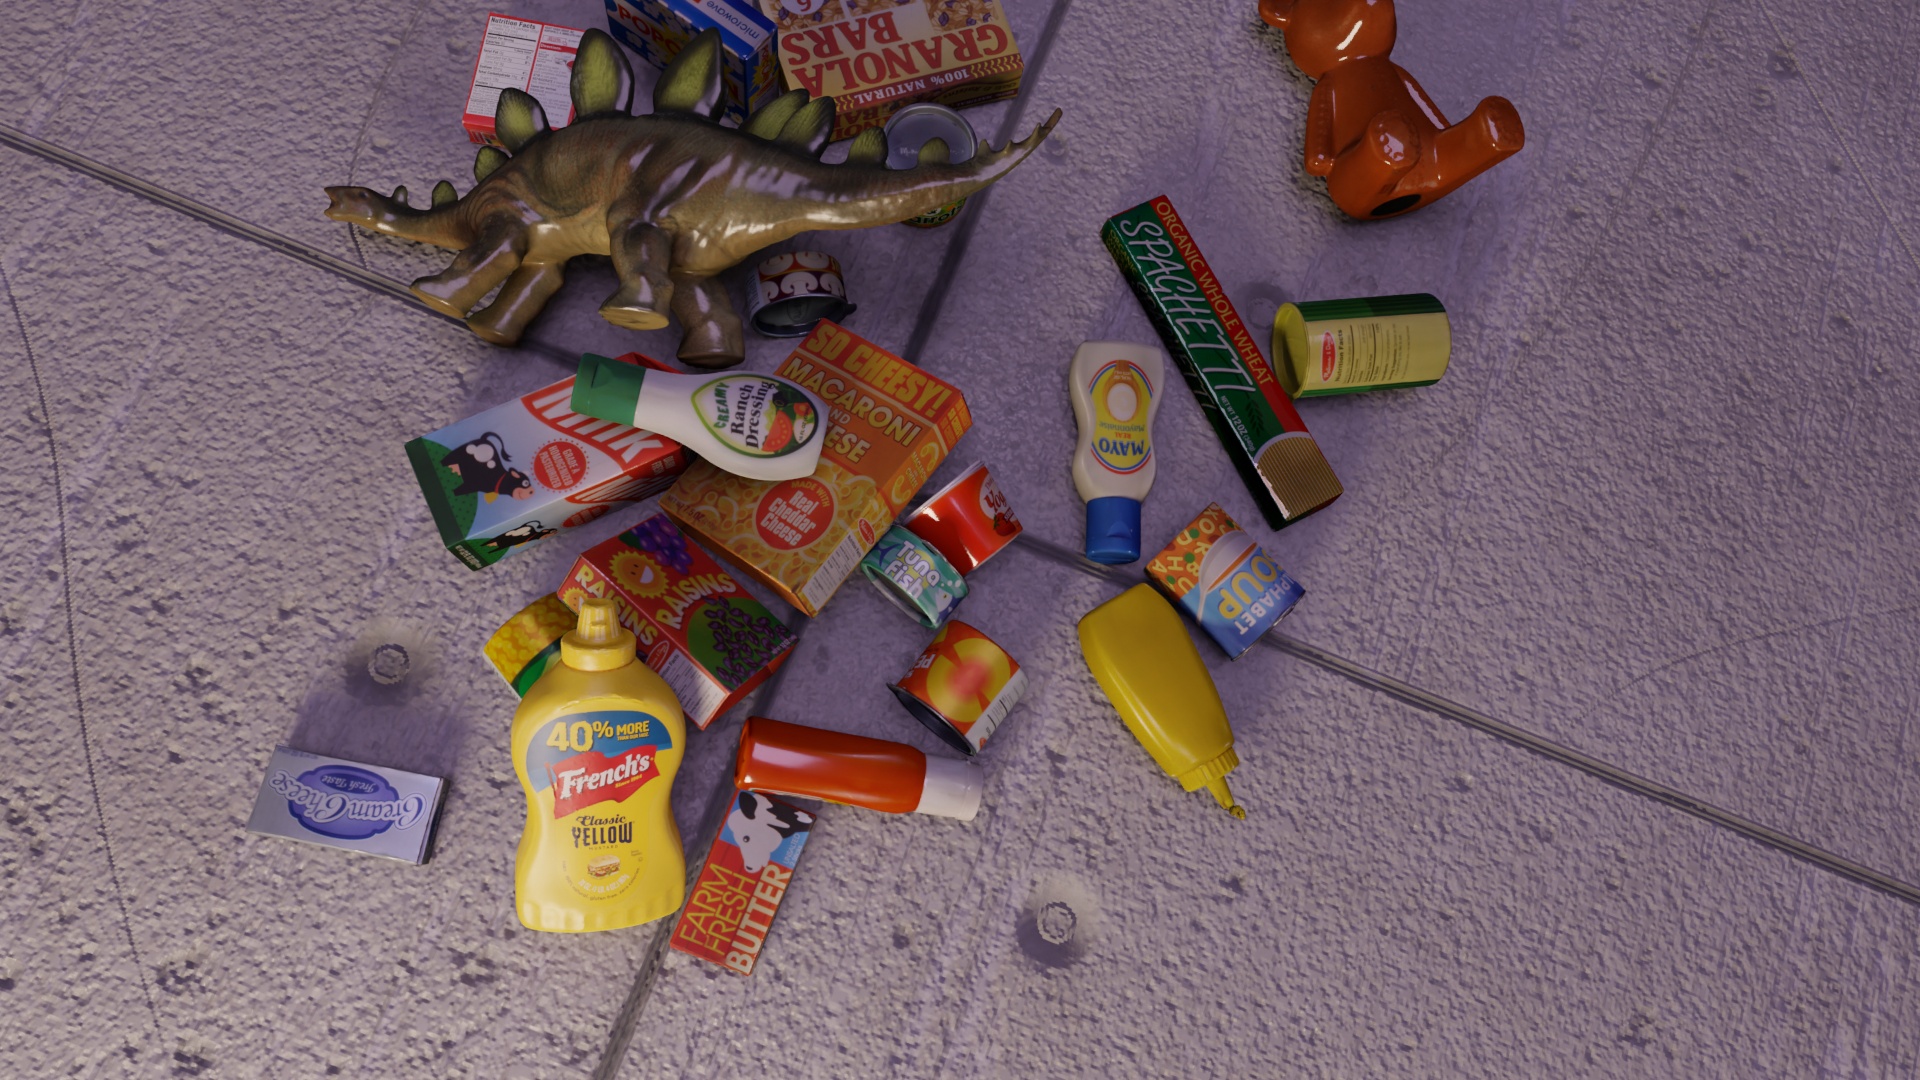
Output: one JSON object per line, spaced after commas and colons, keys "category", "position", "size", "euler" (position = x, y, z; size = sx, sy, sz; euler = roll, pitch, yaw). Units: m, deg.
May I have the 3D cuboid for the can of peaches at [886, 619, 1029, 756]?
{"category": "can of peaches", "position": [-0.001, 0.090, 0.866], "size": [0.071, 0.071, 0.058], "euler": [39, 75, 4]}

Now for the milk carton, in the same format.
{"category": "milk carton", "position": [-0.237, -0.057, 0.875], "size": [0.191, 0.072, 0.073], "euler": [-24, 80, -12]}

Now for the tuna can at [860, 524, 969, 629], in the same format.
{"category": "tuna can", "position": [-0.029, 0.023, 0.878], "size": [0.071, 0.071, 0.033], "euler": [40, 76, 5]}

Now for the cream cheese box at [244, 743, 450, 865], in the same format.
{"category": "cream cheese box", "position": [-0.364, 0.158, 0.829], "size": [0.104, 0.024, 0.053], "euler": [12, 75, -3]}

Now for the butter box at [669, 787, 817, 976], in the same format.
{"category": "butter box", "position": [-0.131, 0.206, 0.842], "size": [0.053, 0.024, 0.104], "euler": [23, 74, -1]}

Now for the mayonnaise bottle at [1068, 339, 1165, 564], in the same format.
{"category": "mayonnaise bottle", "position": [0.104, -0.059, 0.930], "size": [0.065, 0.041, 0.148], "euler": [5, 74, -7]}

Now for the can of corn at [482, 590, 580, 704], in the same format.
{"category": "can of corn", "position": [-0.244, 0.070, 0.843], "size": [0.071, 0.071, 0.058], "euler": [-39, 82, -14]}

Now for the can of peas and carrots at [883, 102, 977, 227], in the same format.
{"category": "can of peas and carrots", "position": [-0.024, -0.256, 0.959], "size": [0.071, 0.058, 0.071], "euler": [1, 76, -6]}

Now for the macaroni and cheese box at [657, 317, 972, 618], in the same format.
{"category": "macaroni and cheese box", "position": [-0.091, -0.050, 0.886], "size": [0.124, 0.040, 0.167], "euler": [31, 72, 26]}

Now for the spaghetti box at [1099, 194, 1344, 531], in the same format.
{"category": "spaghetti box", "position": [0.178, -0.126, 0.963], "size": [0.050, 0.028, 0.250], "euler": [-26, 80, -13]}

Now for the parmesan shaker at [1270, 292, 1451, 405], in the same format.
{"category": "parmesan shaker", "position": [0.275, -0.132, 0.958], "size": [0.103, 0.071, 0.071], "euler": [-5, 76, -8]}

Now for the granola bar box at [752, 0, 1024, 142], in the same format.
{"category": "granola bar box", "position": [-0.053, -0.361, 0.994], "size": [0.166, 0.039, 0.124], "euler": [-17, 77, -11]}

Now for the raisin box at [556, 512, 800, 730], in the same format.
{"category": "raisin box", "position": [-0.171, 0.047, 0.849], "size": [0.123, 0.040, 0.086], "euler": [42, 30, 5]}

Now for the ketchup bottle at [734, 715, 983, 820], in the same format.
{"category": "ketchup bottle", "position": [-0.061, 0.141, 0.850], "size": [0.149, 0.064, 0.043], "euler": [12, 89, -12]}

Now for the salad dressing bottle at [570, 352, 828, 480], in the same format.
{"category": "salad dressing bottle", "position": [-0.155, -0.077, 0.830], "size": [0.148, 0.044, 0.064], "euler": [13, 70, -11]}

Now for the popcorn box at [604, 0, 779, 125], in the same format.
{"category": "popcorn box", "position": [-0.184, -0.350, 0.952], "size": [0.127, 0.085, 0.038], "euler": [36, 74, 4]}

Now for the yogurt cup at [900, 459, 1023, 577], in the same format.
{"category": "yogurt cup", "position": [0.003, -0.011, 0.896], "size": [0.072, 0.072, 0.054], "euler": [-38, 91, -14]}

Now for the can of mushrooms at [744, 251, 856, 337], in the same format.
{"category": "can of mushrooms", "position": [-0.106, -0.163, 0.922], "size": [0.071, 0.071, 0.033], "euler": [-10, 76, -9]}

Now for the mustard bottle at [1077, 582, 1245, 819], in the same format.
{"category": "mustard bottle", "position": [0.135, 0.108, 0.885], "size": [0.065, 0.048, 0.160], "euler": [-27, 80, -12]}

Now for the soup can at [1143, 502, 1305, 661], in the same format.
{"category": "soup can", "position": [0.171, 0.025, 0.900], "size": [0.071, 0.071, 0.084], "euler": [-43, 83, -14]}
